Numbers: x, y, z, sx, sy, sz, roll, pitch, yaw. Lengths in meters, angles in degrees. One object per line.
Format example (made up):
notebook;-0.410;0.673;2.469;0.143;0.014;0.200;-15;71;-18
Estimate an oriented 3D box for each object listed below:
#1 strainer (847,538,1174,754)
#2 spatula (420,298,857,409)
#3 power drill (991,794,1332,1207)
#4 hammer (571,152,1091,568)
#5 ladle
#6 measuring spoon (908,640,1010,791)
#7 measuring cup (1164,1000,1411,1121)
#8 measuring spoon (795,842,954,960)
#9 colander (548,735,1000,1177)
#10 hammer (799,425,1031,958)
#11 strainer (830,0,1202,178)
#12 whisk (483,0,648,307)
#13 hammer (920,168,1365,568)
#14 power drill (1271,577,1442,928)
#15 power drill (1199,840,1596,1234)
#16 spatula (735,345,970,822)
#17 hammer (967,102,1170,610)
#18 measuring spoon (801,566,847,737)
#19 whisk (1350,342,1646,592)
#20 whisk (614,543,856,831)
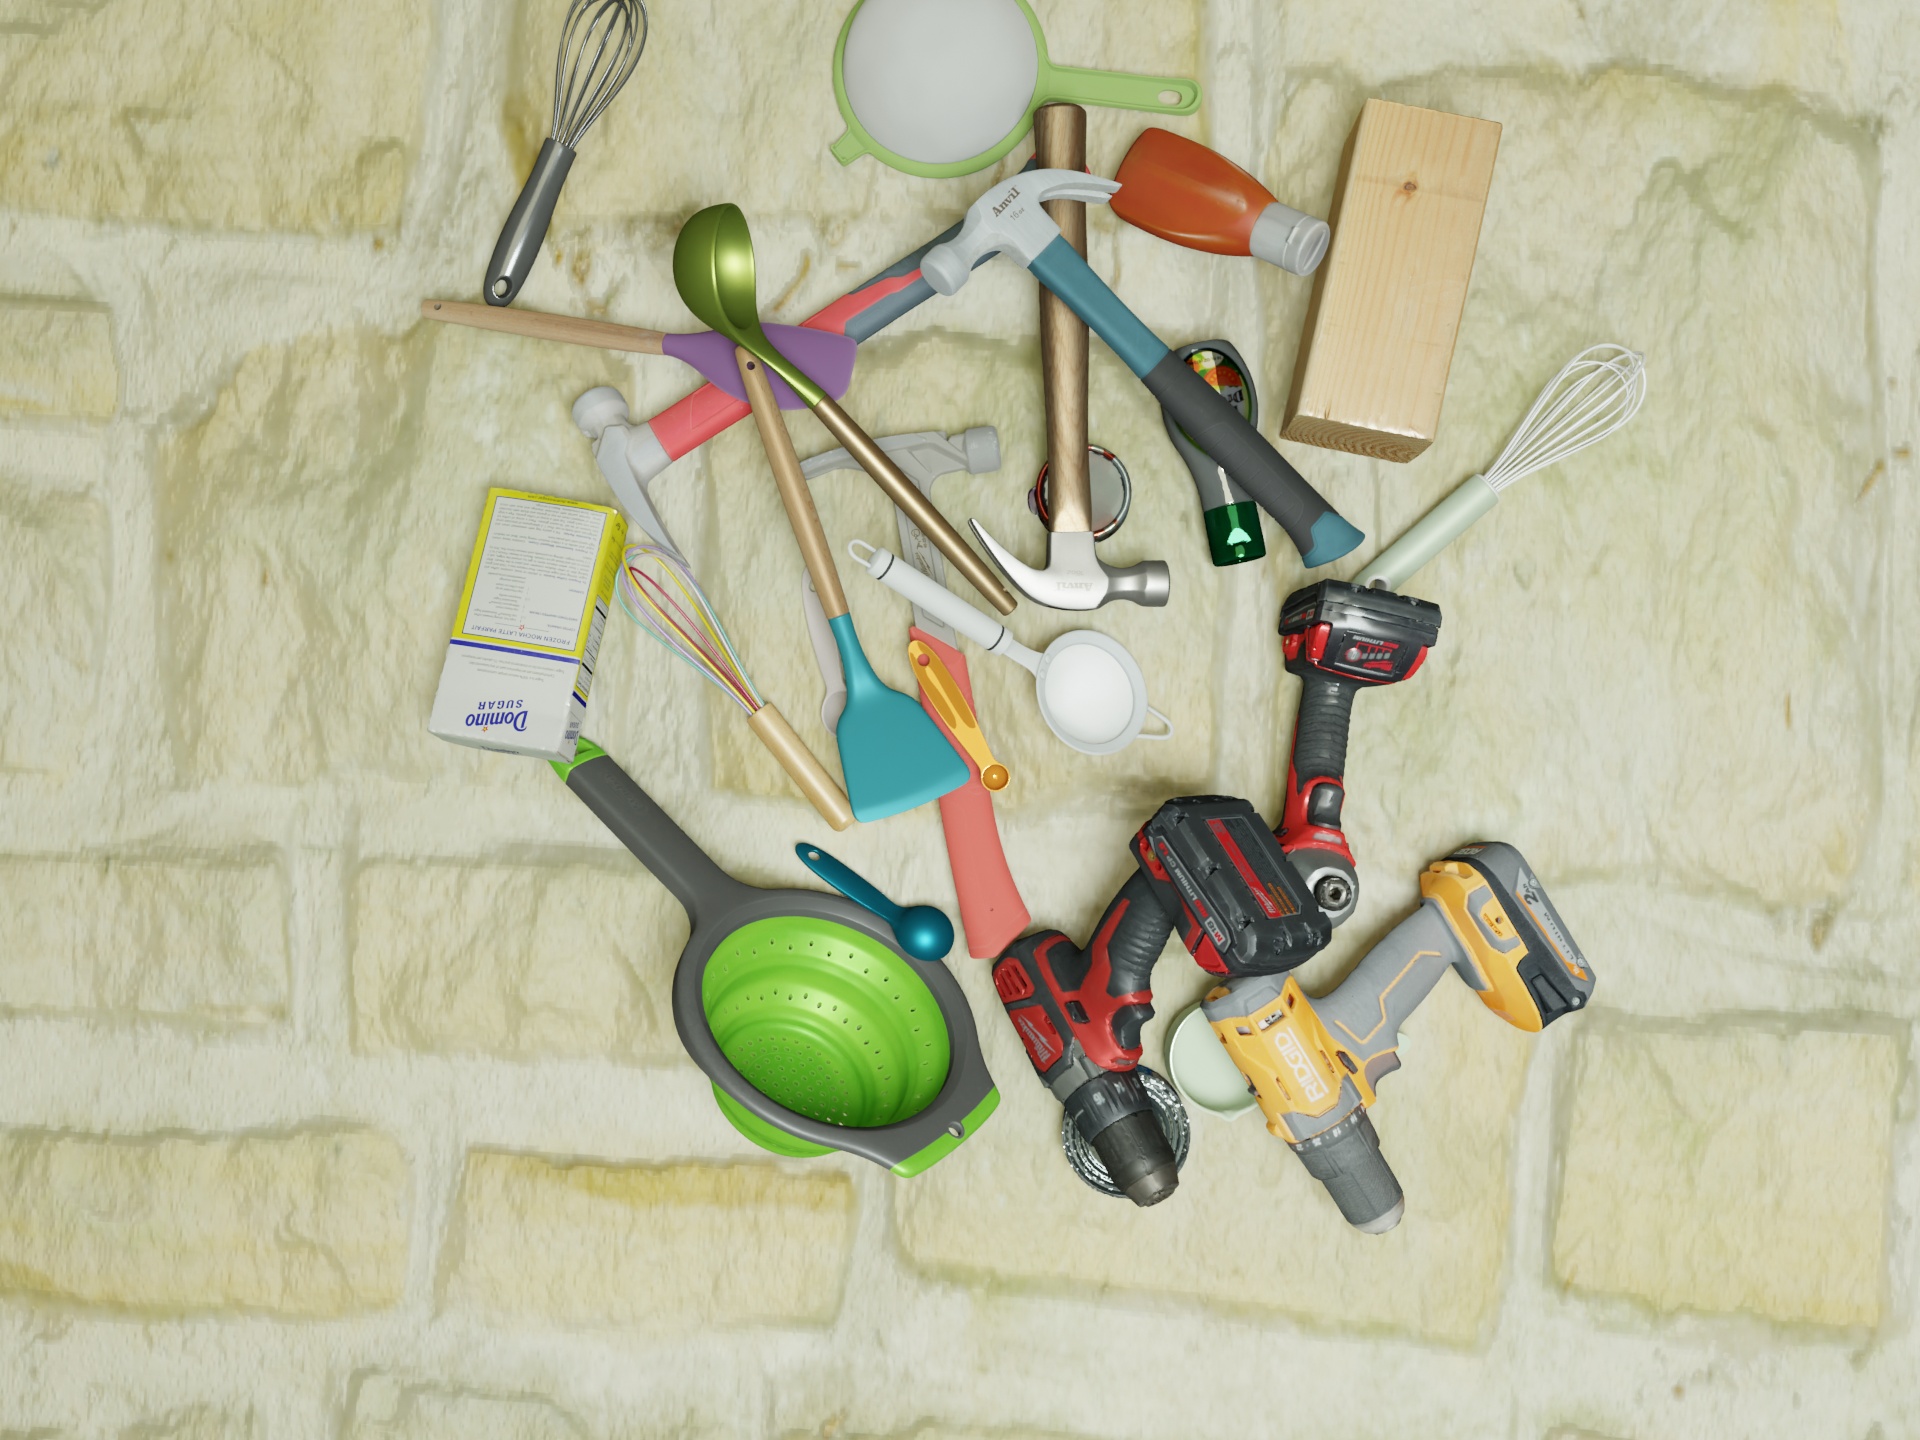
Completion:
strainer;0.031;-0.049;1.045;0.258;0.050;0.087;32;64;-23
spatula;-0.223;-0.256;1.074;0.316;0.018;0.060;12;81;12
power drill;0.124;0.174;0.985;0.226;0.080;0.188;-51;55;35
hammer;-0.070;-0.258;1.076;0.386;0.038;0.143;-33;70;0
ladle;-0.064;-0.191;1.016;0.062;0.078;0.320;-36;107;27
measuring spoon;-0.002;-0.003;1.063;0.021;0.011;0.117;-32;83;3
measuring cup;0.218;0.222;1.073;0.167;0.038;0.083;-3;86;-8
measuring spoon;-0.058;0.116;1.082;0.128;0.042;0.021;34;133;7
colander;-0.156;0.163;1.062;0.397;0.204;0.094;42;127;18
hammer;-0.019;-0.016;1.085;0.149;0.036;0.359;-10;88;3
strainer;0.036;-0.443;1.070;0.256;0.069;0.151;9;90;5
whisk;-0.279;-0.398;1.100;0.055;0.055;0.239;24;95;3
hammer;0.134;-0.218;1.023;0.331;0.033;0.128;43;79;-9
power drill;0.236;0.027;1.019;0.078;0.143;0.220;12;88;-2
power drill;0.293;0.204;1.028;0.226;0.084;0.185;-30;88;-7
spatula;-0.085;-0.093;1.037;0.082;0.044;0.317;-21;98;-9
hammer;0.067;-0.237;1.045;0.130;0.031;0.331;-2;89;-5
measuring spoon;-0.088;-0.048;1.102;0.034;0.018;0.124;-18;81;30
whisk;0.357;-0.161;1.063;0.246;0.059;0.057;-41;104;7
whisk;-0.154;-0.022;1.088;0.051;0.047;0.245;-38;92;-7
